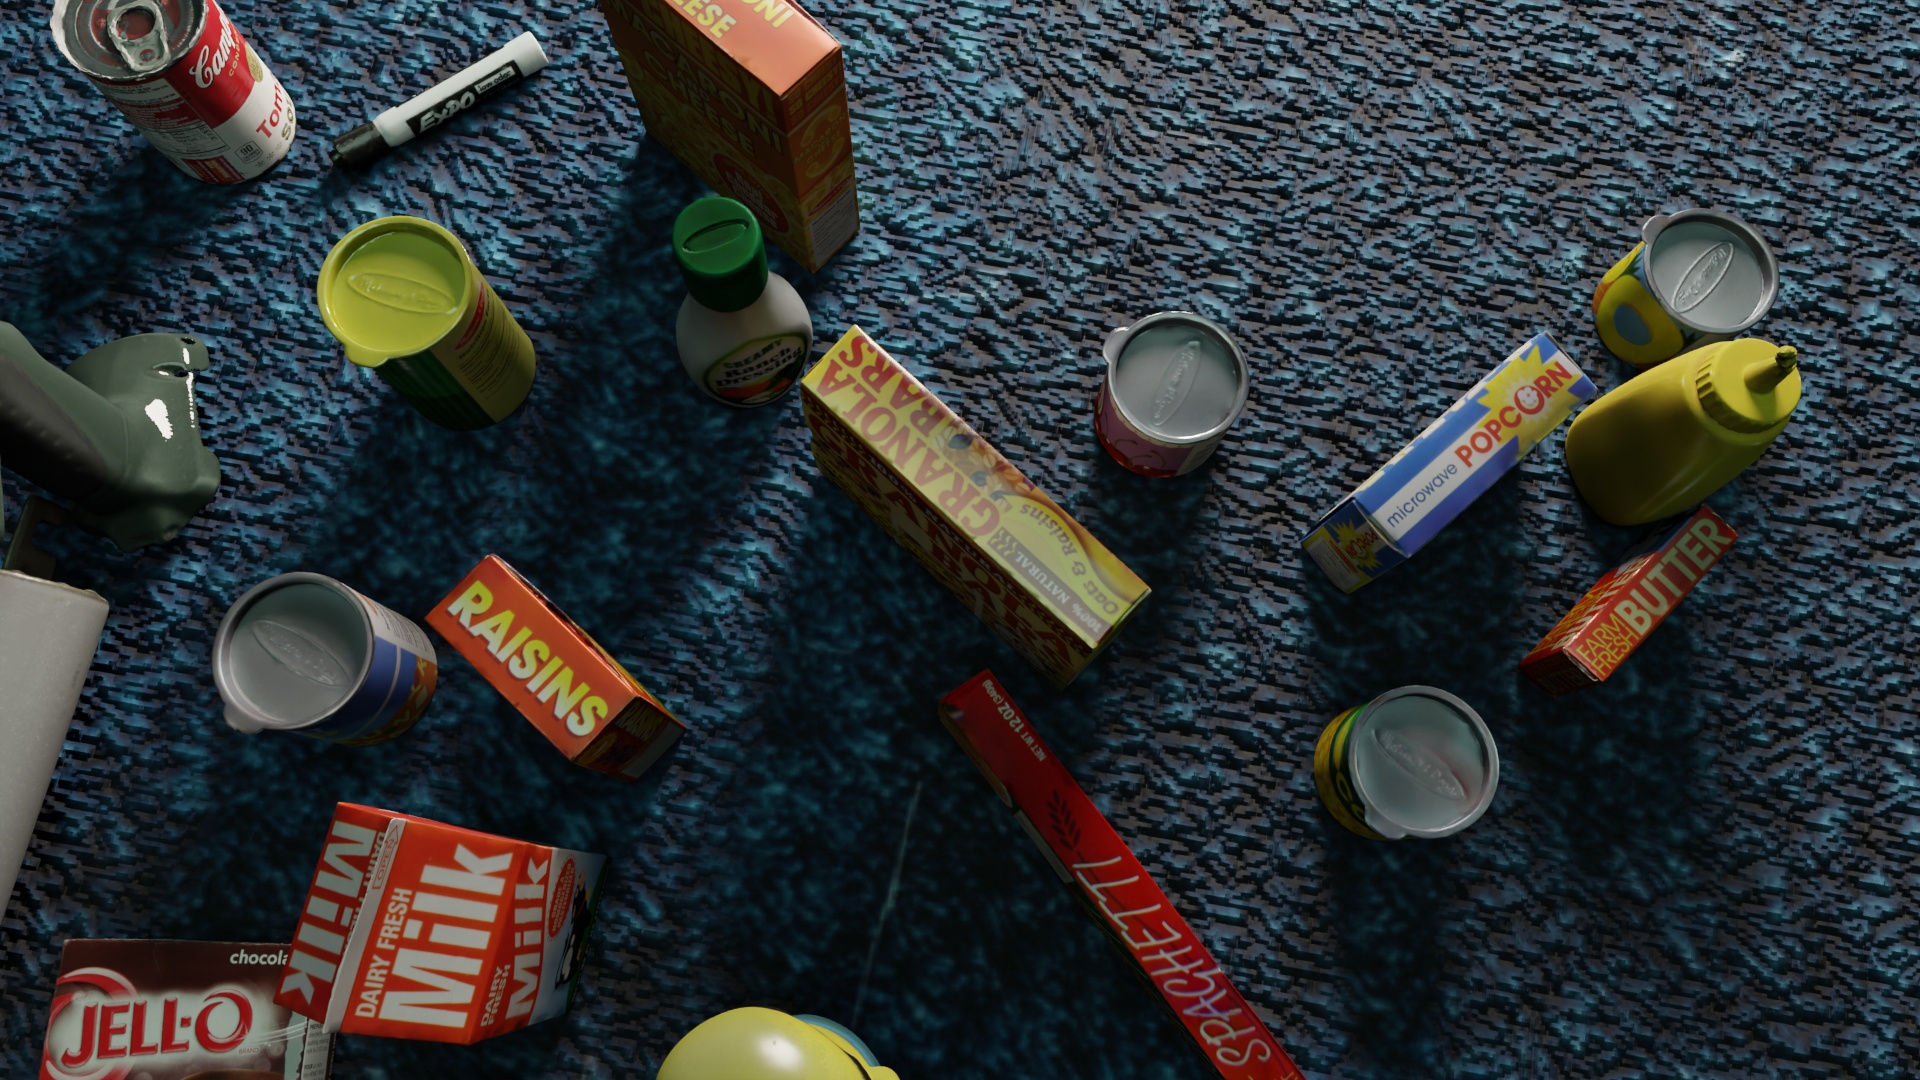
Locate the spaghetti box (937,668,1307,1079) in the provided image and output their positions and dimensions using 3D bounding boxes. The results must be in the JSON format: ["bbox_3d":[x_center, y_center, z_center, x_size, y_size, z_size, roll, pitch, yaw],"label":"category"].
[{"bbox_3d":[0.075,0.165,0.614,0.029,0.050,0.250,-36,79,-10],"label":"spaghetti box"}]

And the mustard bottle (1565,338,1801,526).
[{"bbox_3d":[0.330,-0.053,0.624,0.049,0.160,0.065,-21,78,-7],"label":"mustard bottle"}]

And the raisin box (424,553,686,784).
[{"bbox_3d":[-0.168,0.059,0.596,0.086,0.123,0.040,42,78,8],"label":"raisin box"}]

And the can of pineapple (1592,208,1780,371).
[{"bbox_3d":[0.360,-0.125,0.696,0.071,0.057,0.071,0,76,-2],"label":"can of pineapple"}]

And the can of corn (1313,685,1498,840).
[{"bbox_3d":[0.199,0.105,0.630,0.071,0.058,0.071,0,76,-2],"label":"can of corn"}]

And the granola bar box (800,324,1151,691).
[{"bbox_3d":[0.002,-0.008,0.619,0.165,0.124,0.039,42,78,8],"label":"granola bar box"}]

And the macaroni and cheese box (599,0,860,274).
[{"bbox_3d":[-0.106,-0.209,0.646,0.124,0.166,0.040,41,78,8],"label":"macaroni and cheese box"}]

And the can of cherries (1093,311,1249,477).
[{"bbox_3d":[0.098,-0.071,0.672,0.071,0.058,0.071,0,76,-2],"label":"can of cherries"}]

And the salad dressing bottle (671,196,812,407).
[{"bbox_3d":[-0.101,-0.105,0.628,0.064,0.147,0.044,-23,78,-7],"label":"salad dressing bottle"}]

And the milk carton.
[{"bbox_3d":[-0.197,0.147,0.537,0.073,0.190,0.072,12,76,1],"label":"milk carton"}]

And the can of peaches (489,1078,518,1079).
[{"bbox_3d":[-0.201,0.260,0.576,0.071,0.058,0.071,0,76,-2],"label":"can of peaches"}]

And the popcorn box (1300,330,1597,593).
[{"bbox_3d":[0.226,-0.034,0.653,0.127,0.085,0.038,-39,80,-11],"label":"popcorn box"}]

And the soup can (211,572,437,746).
[{"bbox_3d":[-0.279,0.057,0.613,0.071,0.083,0.071,0,76,-2],"label":"soup can"}]

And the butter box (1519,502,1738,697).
[{"bbox_3d":[0.315,0.030,0.657,0.104,0.053,0.024,-42,81,-11],"label":"butter box"}]

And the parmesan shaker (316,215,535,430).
[{"bbox_3d":[-0.245,-0.094,0.643,0.071,0.103,0.071,0,76,-2],"label":"parmesan shaker"}]
